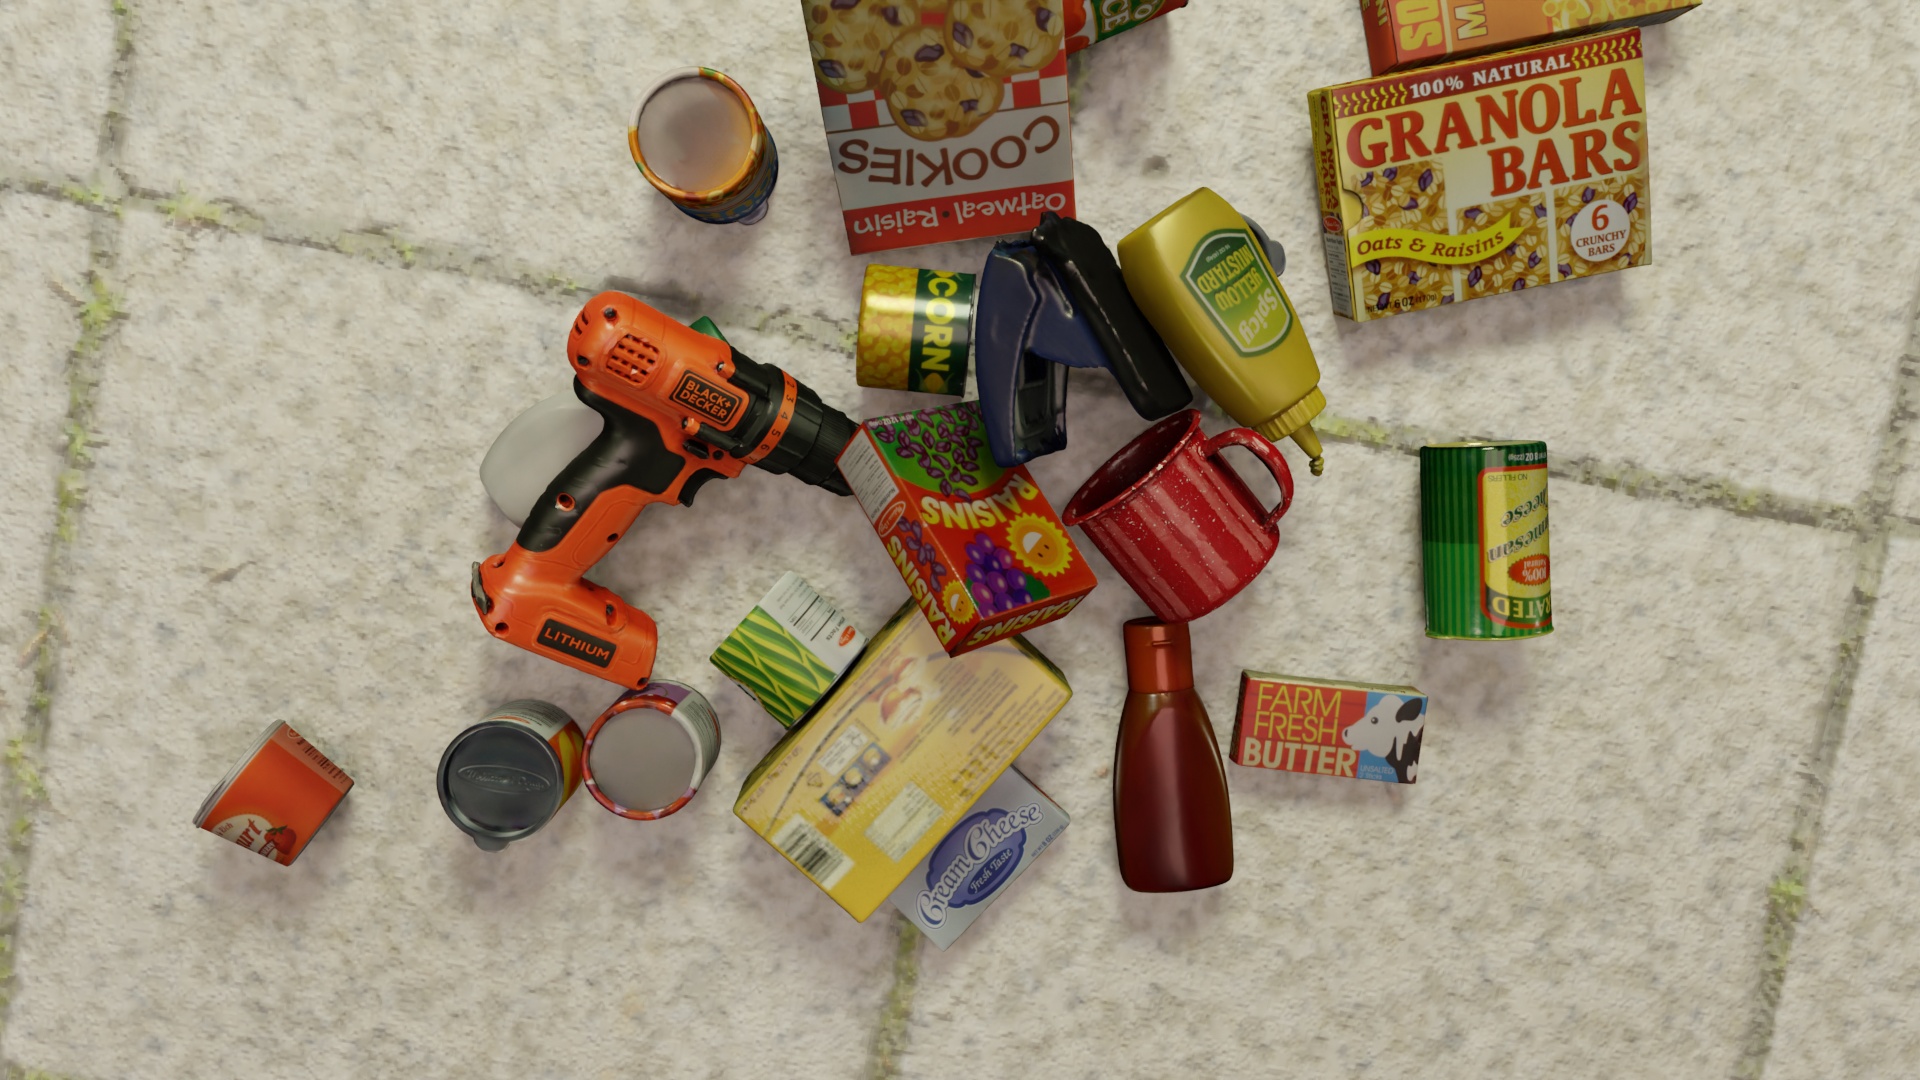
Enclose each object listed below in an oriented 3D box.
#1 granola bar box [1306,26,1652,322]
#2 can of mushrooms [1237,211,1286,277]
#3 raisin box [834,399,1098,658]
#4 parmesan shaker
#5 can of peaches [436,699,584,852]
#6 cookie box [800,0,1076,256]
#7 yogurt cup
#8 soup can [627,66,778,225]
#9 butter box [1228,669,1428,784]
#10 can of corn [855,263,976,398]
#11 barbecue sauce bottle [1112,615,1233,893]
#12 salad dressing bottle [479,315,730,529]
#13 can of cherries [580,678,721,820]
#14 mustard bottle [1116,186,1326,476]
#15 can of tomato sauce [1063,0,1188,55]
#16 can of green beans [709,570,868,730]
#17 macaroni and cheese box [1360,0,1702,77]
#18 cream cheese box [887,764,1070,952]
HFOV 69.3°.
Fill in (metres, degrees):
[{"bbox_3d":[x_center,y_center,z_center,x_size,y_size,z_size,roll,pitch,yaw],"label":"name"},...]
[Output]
[{"bbox_3d":[0.278,-0.194,0.741,0.166,0.039,0.123,-12,106,0],"label":"granola bar box"},{"bbox_3d":[0.138,-0.146,0.755,0.071,0.033,0.071,0,94,-1],"label":"can of mushrooms"},{"bbox_3d":[0.003,-0.009,0.717,0.123,0.086,0.040,58,136,19],"label":"raisin box"},{"bbox_3d":[0.283,-0.001,0.753,0.071,0.071,0.103,-4,95,-1],"label":"parmesan shaker"},{"bbox_3d":[-0.242,0.126,0.754,0.071,0.058,0.071,0,96,-2],"label":"can of peaches"},{"bbox_3d":[-0.009,-0.230,0.695,0.123,0.040,0.166,-7,133,2],"label":"cookie box"},{"bbox_3d":[-0.367,0.139,0.750,0.054,0.072,0.072,38,93,-12],"label":"yogurt cup"},{"bbox_3d":[-0.129,-0.200,0.717,0.071,0.084,0.071,0,95,-2],"label":"soup can"},{"bbox_3d":[0.206,0.105,0.782,0.103,0.024,0.053,6,94,-2],"label":"butter box"},{"bbox_3d":[-0.023,-0.111,0.734,0.058,0.071,0.071,6,95,-1],"label":"can of corn"},{"bbox_3d":[0.115,0.117,0.771,0.065,0.044,0.148,-6,94,-1],"label":"barbecue sauce bottle"},{"bbox_3d":[-0.186,-0.064,0.747,0.148,0.044,0.064,-35,106,0],"label":"salad dressing bottle"},{"bbox_3d":[-0.170,0.114,0.755,0.071,0.058,0.071,0,95,-2],"label":"can of cherries"},{"bbox_3d":[0.146,-0.101,0.713,0.065,0.048,0.160,-38,97,-19],"label":"mustard bottle"},{"bbox_3d":[0.068,-0.293,0.722,0.083,0.071,0.071,-23,95,1],"label":"can of tomato sauce"},{"bbox_3d":[-0.093,0.059,0.749,0.058,0.071,0.071,42,93,-4],"label":"can of green beans"},{"bbox_3d":[0.297,-0.327,0.741,0.166,0.040,0.123,-12,95,-1],"label":"macaroni and cheese box"},{"bbox_3d":[0.007,0.175,0.782,0.053,0.024,0.104,43,92,-3],"label":"cream cheese box"}]
